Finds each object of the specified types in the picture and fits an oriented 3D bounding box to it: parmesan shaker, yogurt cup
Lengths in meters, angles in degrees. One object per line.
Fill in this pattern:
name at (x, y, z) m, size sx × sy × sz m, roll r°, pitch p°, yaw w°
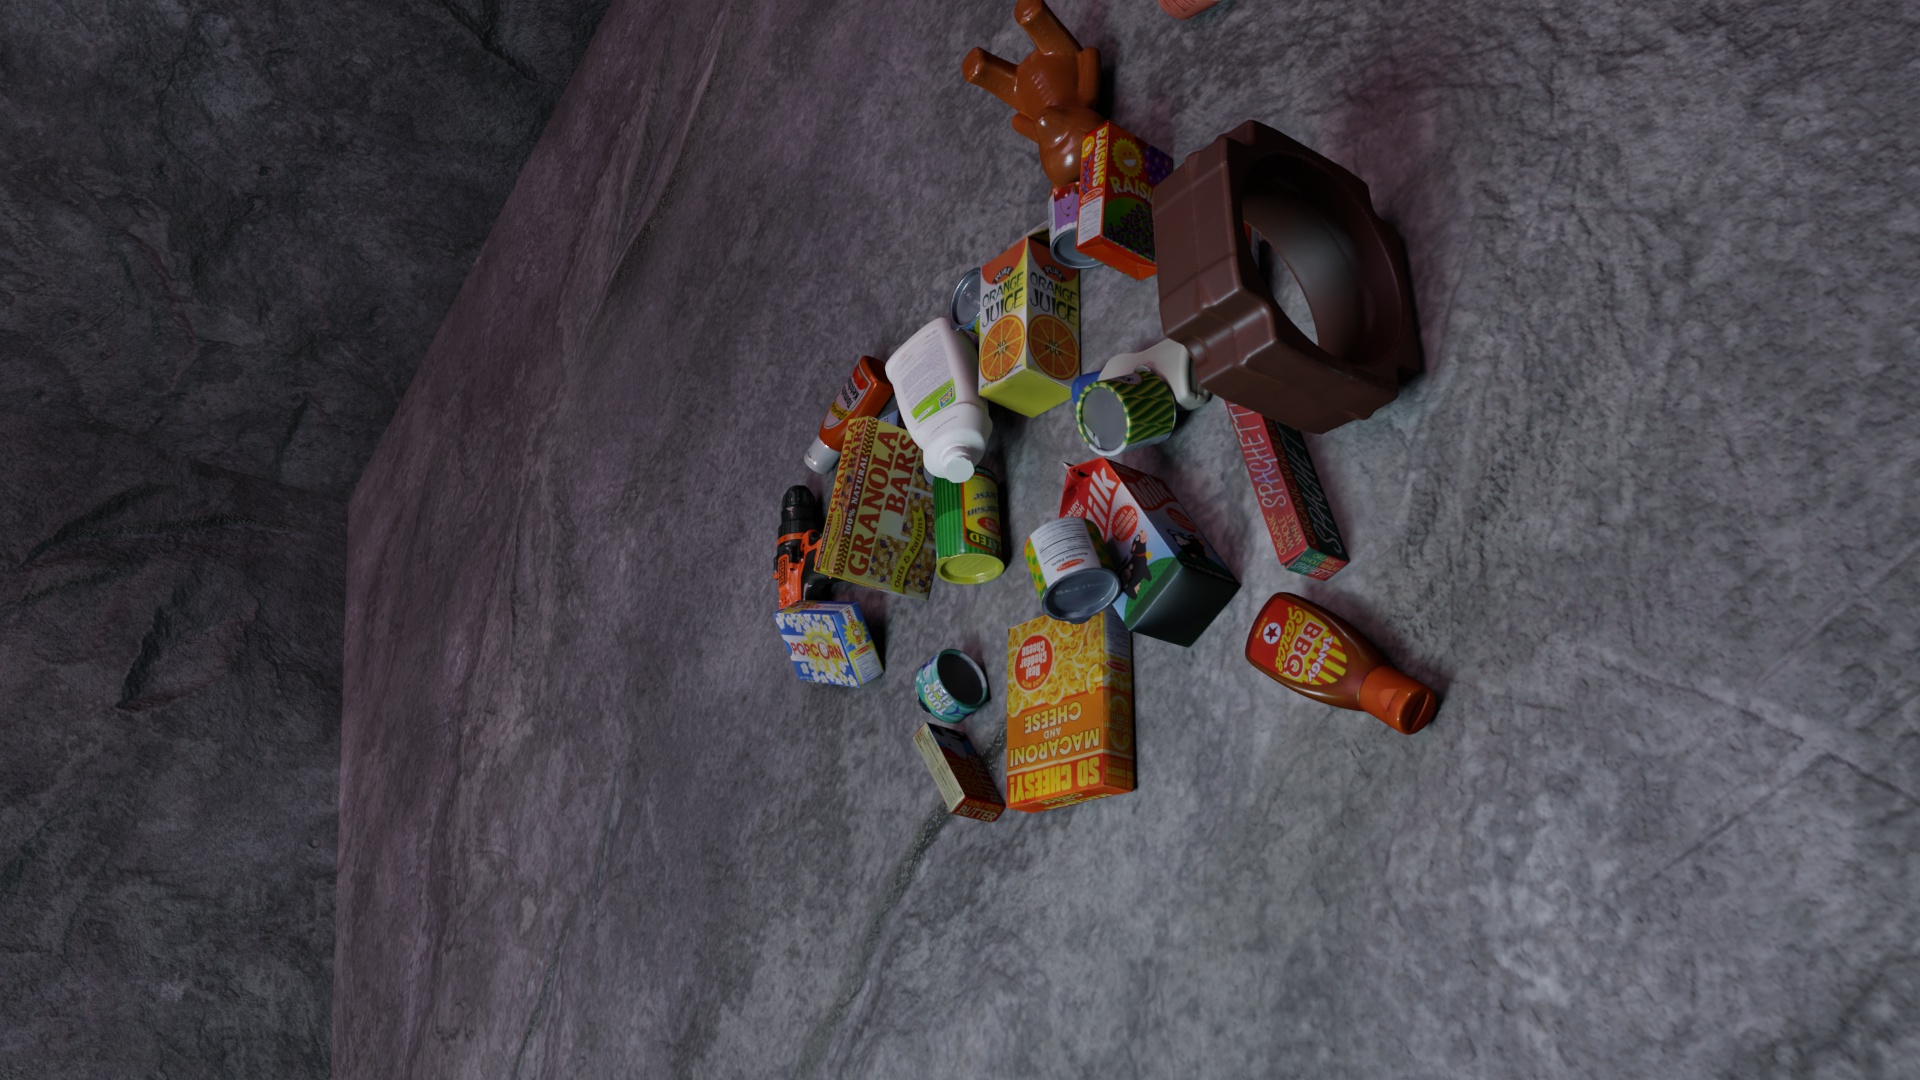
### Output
parmesan shaker at (0.005, -0.017, 1.375) m, size 0.071 × 0.071 × 0.103 m, roll -32°, pitch 51°, yaw 42°
yogurt cup at (0.222, -0.536, 1.329) m, size 0.054 × 0.072 × 0.072 m, roll -21°, pitch 59°, yaw 57°

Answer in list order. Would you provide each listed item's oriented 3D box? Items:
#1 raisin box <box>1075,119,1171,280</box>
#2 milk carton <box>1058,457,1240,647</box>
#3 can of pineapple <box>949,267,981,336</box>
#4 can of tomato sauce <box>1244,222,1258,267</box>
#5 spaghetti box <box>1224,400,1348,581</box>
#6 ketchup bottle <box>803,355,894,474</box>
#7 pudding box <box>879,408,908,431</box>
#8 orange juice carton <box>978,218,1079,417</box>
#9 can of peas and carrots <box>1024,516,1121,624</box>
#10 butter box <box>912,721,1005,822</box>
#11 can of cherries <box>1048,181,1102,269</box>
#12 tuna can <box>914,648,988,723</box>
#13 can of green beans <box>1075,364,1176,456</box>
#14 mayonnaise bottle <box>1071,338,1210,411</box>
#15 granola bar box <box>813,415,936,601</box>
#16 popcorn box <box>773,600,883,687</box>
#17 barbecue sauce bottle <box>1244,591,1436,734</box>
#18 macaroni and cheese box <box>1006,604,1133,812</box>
raisin box at (0.153, -0.317, 1.300) m, size 0.040 × 0.086 × 0.124 m, roll -18°, pitch 61°, yaw 51°
milk carton at (0.148, -0.004, 1.177) m, size 0.073 × 0.072 × 0.191 m, roll -54°, pitch 38°, yaw 23°
can of pineapple at (0.030, -0.244, 1.456) m, size 0.070 × 0.058 × 0.071 m, roll -27°, pitch 54°, yaw 45°
can of tomato sauce at (0.219, -0.227, 1.185) m, size 0.071 × 0.071 × 0.083 m, roll -19°, pitch 61°, yaw 49°
spaghetti box at (0.245, -0.081, 1.101) m, size 0.028 × 0.050 × 0.251 m, roll -42°, pitch 45°, yaw 37°
ketchup bottle at (-0.133, -0.144, 1.642) m, size 0.148 × 0.043 × 0.065 m, roll -53°, pitch 39°, yaw 25°
pudding box at (-0.074, -0.114, 1.543) m, size 0.083 × 0.050 × 0.030 m, roll -22°, pitch 60°, yaw 48°
orange juice carton at (0.069, -0.229, 1.384) m, size 0.071 × 0.073 × 0.193 m, roll -25°, pitch 55°, yaw 46°
can of peas and carrots at (0.090, 0.024, 1.125) m, size 0.070 × 0.071 × 0.059 m, roll -46°, pitch 43°, yaw 31°
butter box at (-0.002, 0.216, 1.295) m, size 0.024 × 0.053 × 0.104 m, roll -54°, pitch 39°, yaw 18°
can of cherries at (0.122, -0.309, 1.359) m, size 0.071 × 0.071 × 0.058 m, roll -30°, pitch 51°, yaw 43°
tuna can at (-0.009, 0.139, 1.324) m, size 0.032 × 0.071 × 0.071 m, roll -41°, pitch 45°, yaw 35°
can of green beans at (0.142, -0.109, 1.196) m, size 0.071 × 0.058 × 0.071 m, roll 24°, pitch 121°, yaw 46°
mayonnaise bottle at (0.161, -0.143, 1.250) m, size 0.148 × 0.041 × 0.065 m, roll -5°, pitch 76°, yaw 53°
granola bar box at (-0.075, -0.032, 1.444) m, size 0.039 × 0.124 × 0.165 m, roll 0°, pitch 75°, yaw 52°
popcorn box at (-0.144, 0.111, 1.509) m, size 0.126 × 0.038 × 0.085 m, roll -2°, pitch 112°, yaw 53°
barbecue sauce bottle at (0.271, 0.091, 0.993) m, size 0.149 × 0.043 × 0.064 m, roll 34°, pitch 101°, yaw 53°
macaroni and cheese box at (0.095, 0.144, 1.209) m, size 0.123 × 0.040 × 0.167 m, roll -25°, pitch 55°, yaw 45°
